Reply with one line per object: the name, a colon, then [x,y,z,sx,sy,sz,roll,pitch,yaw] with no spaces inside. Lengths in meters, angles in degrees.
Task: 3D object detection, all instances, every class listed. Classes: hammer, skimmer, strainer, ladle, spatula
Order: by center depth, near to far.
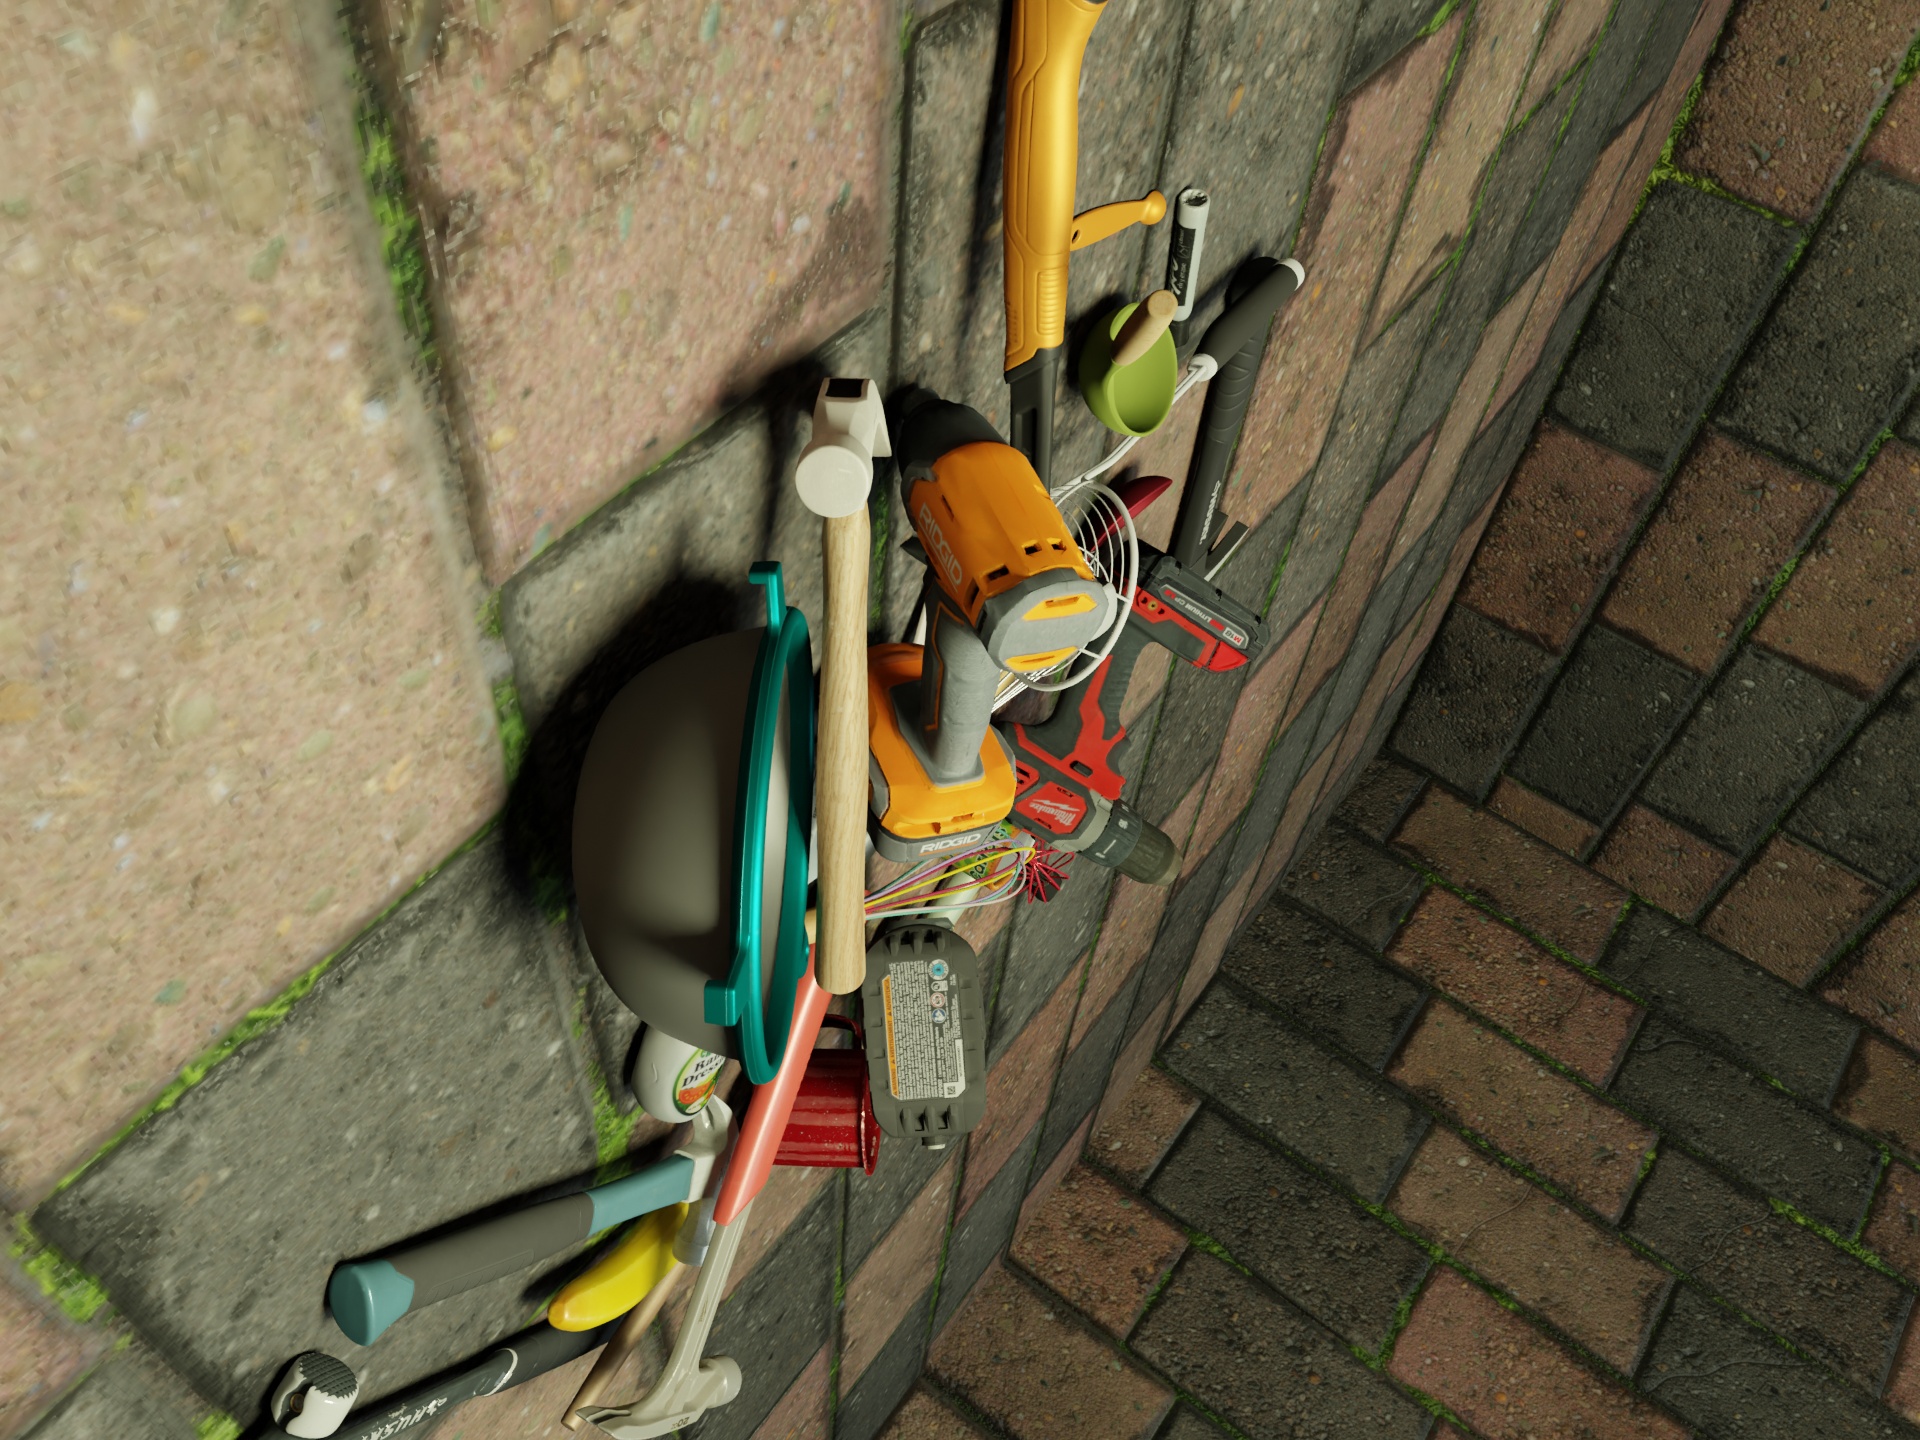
hammer: [-0.056,-0.004,0.762,0.130,0.031,0.331,-86,180,-57]
strainer: [-0.124,0.075,0.768,0.340,0.095,0.211,97,-4,-69]
hammer: [0.030,-0.198,0.768,0.034,0.127,0.336,-38,143,-38]
ladle: [0.099,-0.193,0.824,0.320,0.062,0.078,-83,175,-83]
hammer: [-0.229,0.291,0.921,0.331,0.033,0.128,5,98,-65]
hammer: [-0.297,0.408,0.970,0.149,0.036,0.408,-58,162,3]
skimmer: [0.136,-0.168,1.019,0.363,0.127,0.090,-48,115,-29]
hammer: [-0.136,0.274,1.023,0.149,0.037,0.359,32,75,-64]
ladle: [0.045,-0.052,1.112,0.315,0.031,0.069,-53,177,-6]
spatula: [-0.186,0.361,1.140,0.316,0.018,0.059,-55,166,-38]
hammer: [0.202,-0.214,1.240,0.146,0.035,0.334,-45,157,-32]

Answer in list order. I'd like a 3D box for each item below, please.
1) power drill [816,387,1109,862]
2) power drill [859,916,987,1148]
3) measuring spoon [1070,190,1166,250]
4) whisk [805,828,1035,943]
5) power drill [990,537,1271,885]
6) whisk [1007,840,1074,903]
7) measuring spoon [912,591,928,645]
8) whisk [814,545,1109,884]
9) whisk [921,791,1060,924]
power drill: [-0.010,-0.049,0.817,0.084,0.164,0.226,-10,145,-25]
power drill: [-0.024,0.224,1.128,0.223,0.080,0.171,93,-7,-81]
measuring spoon: [0.086,-0.276,0.884,0.117,0.011,0.021,-36,152,-48]
whisk: [-0.048,0.114,1.024,0.245,0.047,0.051,-14,94,-36]
power drill: [0.130,0.002,1.166,0.226,0.187,0.080,-56,-161,7]
whisk: [0.070,0.138,1.439,0.073,0.073,0.295,-56,168,-6]
measuring spoon: [-0.030,-0.048,0.960,0.034,0.018,0.124,-19,130,-62]
whisk: [-0.001,-0.003,1.035,0.284,0.070,0.070,-51,161,-7]
whisk: [0.017,0.108,1.277,0.057,0.059,0.246,29,99,-35]
